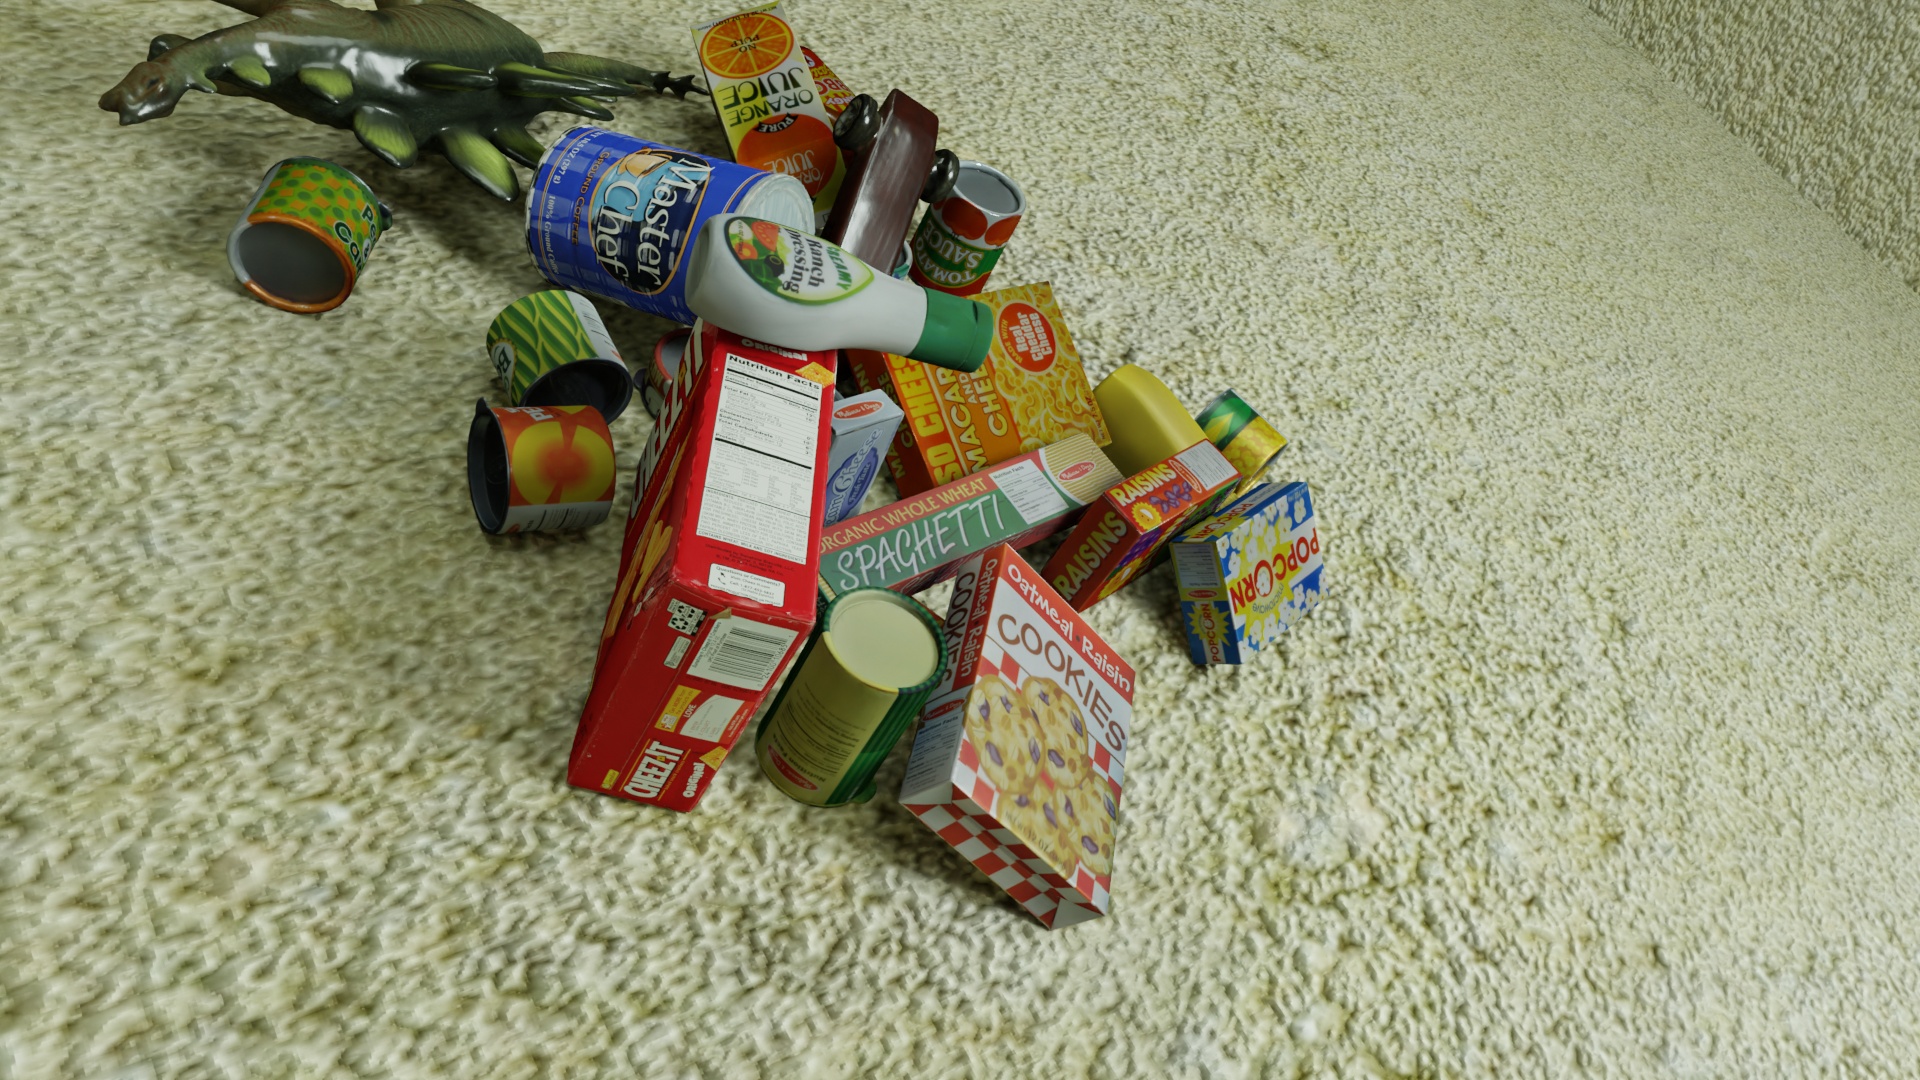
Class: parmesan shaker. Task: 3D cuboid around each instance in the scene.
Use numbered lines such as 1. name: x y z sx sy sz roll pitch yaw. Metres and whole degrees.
1. parmesan shaker: -0.053 0.080 0.693 0.071 0.102 0.072 17 44 -17

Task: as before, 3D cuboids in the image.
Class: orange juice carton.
1. orange juice carton: -0.132 -0.291 0.997 0.072 0.072 0.193 -18 61 -5

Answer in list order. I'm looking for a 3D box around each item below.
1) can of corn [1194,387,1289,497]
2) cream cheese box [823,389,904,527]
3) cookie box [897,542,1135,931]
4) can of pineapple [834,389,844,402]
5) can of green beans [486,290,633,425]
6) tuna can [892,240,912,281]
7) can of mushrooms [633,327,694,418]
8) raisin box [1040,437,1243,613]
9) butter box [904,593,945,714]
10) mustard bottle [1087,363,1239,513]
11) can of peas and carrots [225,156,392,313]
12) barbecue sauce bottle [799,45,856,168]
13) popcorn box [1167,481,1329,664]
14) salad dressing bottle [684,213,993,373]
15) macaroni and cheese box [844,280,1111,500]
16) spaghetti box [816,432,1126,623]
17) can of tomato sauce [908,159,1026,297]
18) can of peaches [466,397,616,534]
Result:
1. can of corn: 0.195 -0.066 1.012 0.058 0.070 0.071 44 43 12
2. cream cheese box: -0.073 -0.036 0.790 0.053 0.103 0.024 -22 60 -44
3. cookie box: 0.035 0.101 0.739 0.122 0.040 0.168 45 37 -26
4. can of pineapple: -0.105 -0.059 0.826 0.071 0.057 0.071 17 44 -17
5. can of green beans: -0.227 -0.099 0.785 0.071 0.071 0.058 -10 56 -37
6. tuna can: -0.072 -0.204 1.004 0.071 0.032 0.071 17 43 -17
7. can of mushrooms: -0.161 -0.097 0.848 0.071 0.033 0.071 17 45 -17
8. raisin box: 0.117 -0.011 0.895 0.040 0.085 0.124 48 44 14
9. butter box: -0.025 0.064 0.784 0.103 0.024 0.053 36 41 3
10. mustard bottle: 0.151 -0.049 0.973 0.160 0.065 0.049 50 38 6
11. can of peas and carrots: -0.360 -0.168 0.770 0.071 0.070 0.059 17 45 -17
12. barbecue sauce bottle: -0.098 -0.331 1.102 0.149 0.043 0.065 48 43 16
13. popcorn box: 0.193 0.019 0.916 0.127 0.038 0.085 -27 109 -44
14. salad dressing bottle: -0.056 -0.116 0.675 0.148 0.043 0.064 12 48 -24
15. macaroni and cheese box: 0.013 -0.098 0.919 0.167 0.040 0.123 -19 86 -41
16. spaghetti box: 0.003 -0.010 0.824 0.251 0.028 0.050 -22 66 -41
17. can of tomato sauce: 0.002 -0.230 1.036 0.071 0.082 0.071 17 43 -17
18. can of peaches: -0.221 -0.040 0.731 0.058 0.071 0.071 -5 53 -35
